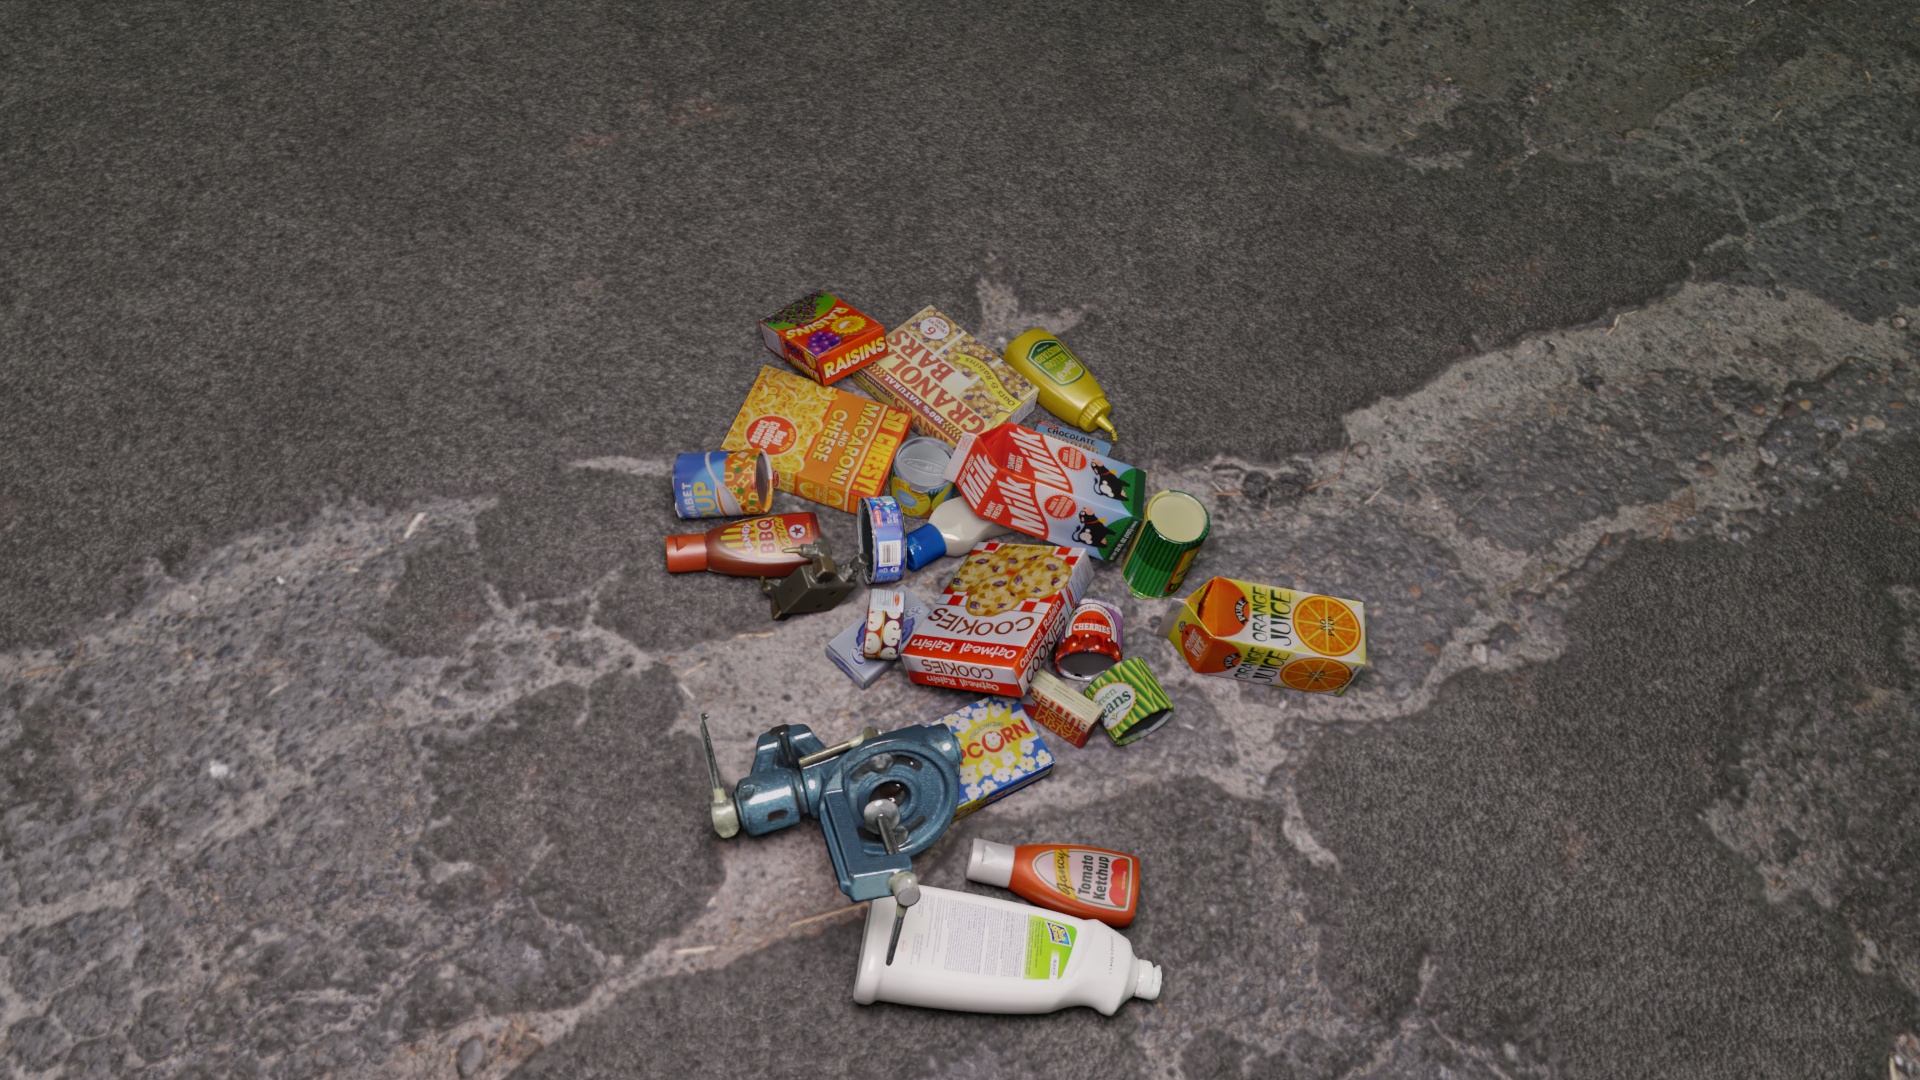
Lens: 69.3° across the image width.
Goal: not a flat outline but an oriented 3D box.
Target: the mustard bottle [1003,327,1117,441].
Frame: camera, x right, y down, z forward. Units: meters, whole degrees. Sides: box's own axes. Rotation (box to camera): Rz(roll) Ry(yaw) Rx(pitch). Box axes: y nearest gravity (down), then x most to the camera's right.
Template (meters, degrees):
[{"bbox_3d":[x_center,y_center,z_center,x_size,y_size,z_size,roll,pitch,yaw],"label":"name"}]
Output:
[{"bbox_3d":[0.118,-0.165,1.519,0.065,0.048,0.160,-35,68,-27],"label":"mustard bottle"}]

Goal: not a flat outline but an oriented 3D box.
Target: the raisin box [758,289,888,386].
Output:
[{"bbox_3d":[-0.147,-0.219,1.490,0.086,0.039,0.123,-30,43,-24],"label":"raisin box"}]

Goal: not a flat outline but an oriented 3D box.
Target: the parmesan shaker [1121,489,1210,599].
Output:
[{"bbox_3d":[0.204,0.007,1.389,0.071,0.102,0.071,4,57,-6],"label":"parmesan shaker"}]

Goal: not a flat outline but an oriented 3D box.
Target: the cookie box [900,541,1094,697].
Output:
[{"bbox_3d":[0.037,0.072,1.313,0.123,0.040,0.168,4,41,32],"label":"cookie box"}]

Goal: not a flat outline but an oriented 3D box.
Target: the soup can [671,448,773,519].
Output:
[{"bbox_3d":[-0.234,-0.054,1.368,0.084,0.071,0.072,-3,56,8],"label":"soup can"}]

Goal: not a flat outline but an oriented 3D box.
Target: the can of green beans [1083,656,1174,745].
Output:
[{"bbox_3d":[0.159,0.152,1.309,0.071,0.071,0.058,-21,63,-21],"label":"can of green beans"}]

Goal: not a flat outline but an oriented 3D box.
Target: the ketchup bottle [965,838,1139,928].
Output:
[{"bbox_3d":[0.080,0.294,1.218,0.149,0.043,0.065,12,55,-1],"label":"ketchup bottle"}]

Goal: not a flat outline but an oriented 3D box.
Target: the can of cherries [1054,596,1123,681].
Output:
[{"bbox_3d":[0.123,0.095,1.337,0.071,0.071,0.059,8,57,-4],"label":"can of cherries"}]

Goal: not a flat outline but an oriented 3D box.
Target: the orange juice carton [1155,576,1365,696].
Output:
[{"bbox_3d":[0.293,0.092,1.367,0.193,0.071,0.073,10,56,-3],"label":"orange juice carton"}]

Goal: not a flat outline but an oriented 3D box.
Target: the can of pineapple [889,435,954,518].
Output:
[{"bbox_3d":[-0.039,-0.063,1.422,0.071,0.057,0.071,4,57,-6],"label":"can of pineapple"}]

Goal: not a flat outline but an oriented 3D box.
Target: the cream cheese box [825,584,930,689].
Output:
[{"bbox_3d":[-0.074,0.092,1.336,0.053,0.024,0.104,42,60,18],"label":"cream cheese box"}]

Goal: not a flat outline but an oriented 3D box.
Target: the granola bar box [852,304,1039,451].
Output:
[{"bbox_3d":[-0.016,-0.169,1.506,0.166,0.038,0.125,40,60,17],"label":"granola bar box"}]

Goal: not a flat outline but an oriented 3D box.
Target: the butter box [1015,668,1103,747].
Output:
[{"bbox_3d":[0.081,0.150,1.306,0.103,0.052,0.024,32,57,12],"label":"butter box"}]

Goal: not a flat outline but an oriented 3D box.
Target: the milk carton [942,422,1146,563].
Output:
[{"bbox_3d":[0.081,-0.053,1.373,0.191,0.072,0.074,19,45,-8],"label":"milk carton"}]

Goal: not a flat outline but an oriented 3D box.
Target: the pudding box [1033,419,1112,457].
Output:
[{"bbox_3d":[0.114,-0.092,1.471,0.084,0.049,0.030,20,58,4],"label":"pudding box"}]

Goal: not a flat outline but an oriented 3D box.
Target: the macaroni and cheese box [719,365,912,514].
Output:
[{"bbox_3d":[-0.148,-0.103,1.442,0.166,0.040,0.124,19,56,4],"label":"macaroni and cheese box"}]

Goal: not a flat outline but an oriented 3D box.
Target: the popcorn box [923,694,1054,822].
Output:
[{"bbox_3d":[0.011,0.199,1.272,0.127,0.038,0.085,-22,64,-21],"label":"popcorn box"}]

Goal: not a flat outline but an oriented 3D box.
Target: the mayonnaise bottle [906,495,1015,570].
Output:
[{"bbox_3d":[0.005,-0.018,1.411,0.148,0.041,0.065,-29,64,-23],"label":"mayonnaise bottle"}]

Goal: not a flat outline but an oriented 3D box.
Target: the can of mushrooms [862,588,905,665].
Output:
[{"bbox_3d":[-0.071,0.081,1.290,0.033,0.070,0.071,7,57,-6],"label":"can of mushrooms"}]

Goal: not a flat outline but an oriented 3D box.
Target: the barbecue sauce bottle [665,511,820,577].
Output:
[{"bbox_3d":[-0.212,0.008,1.357,0.149,0.043,0.065,-5,55,-12],"label":"barbecue sauce bottle"}]
